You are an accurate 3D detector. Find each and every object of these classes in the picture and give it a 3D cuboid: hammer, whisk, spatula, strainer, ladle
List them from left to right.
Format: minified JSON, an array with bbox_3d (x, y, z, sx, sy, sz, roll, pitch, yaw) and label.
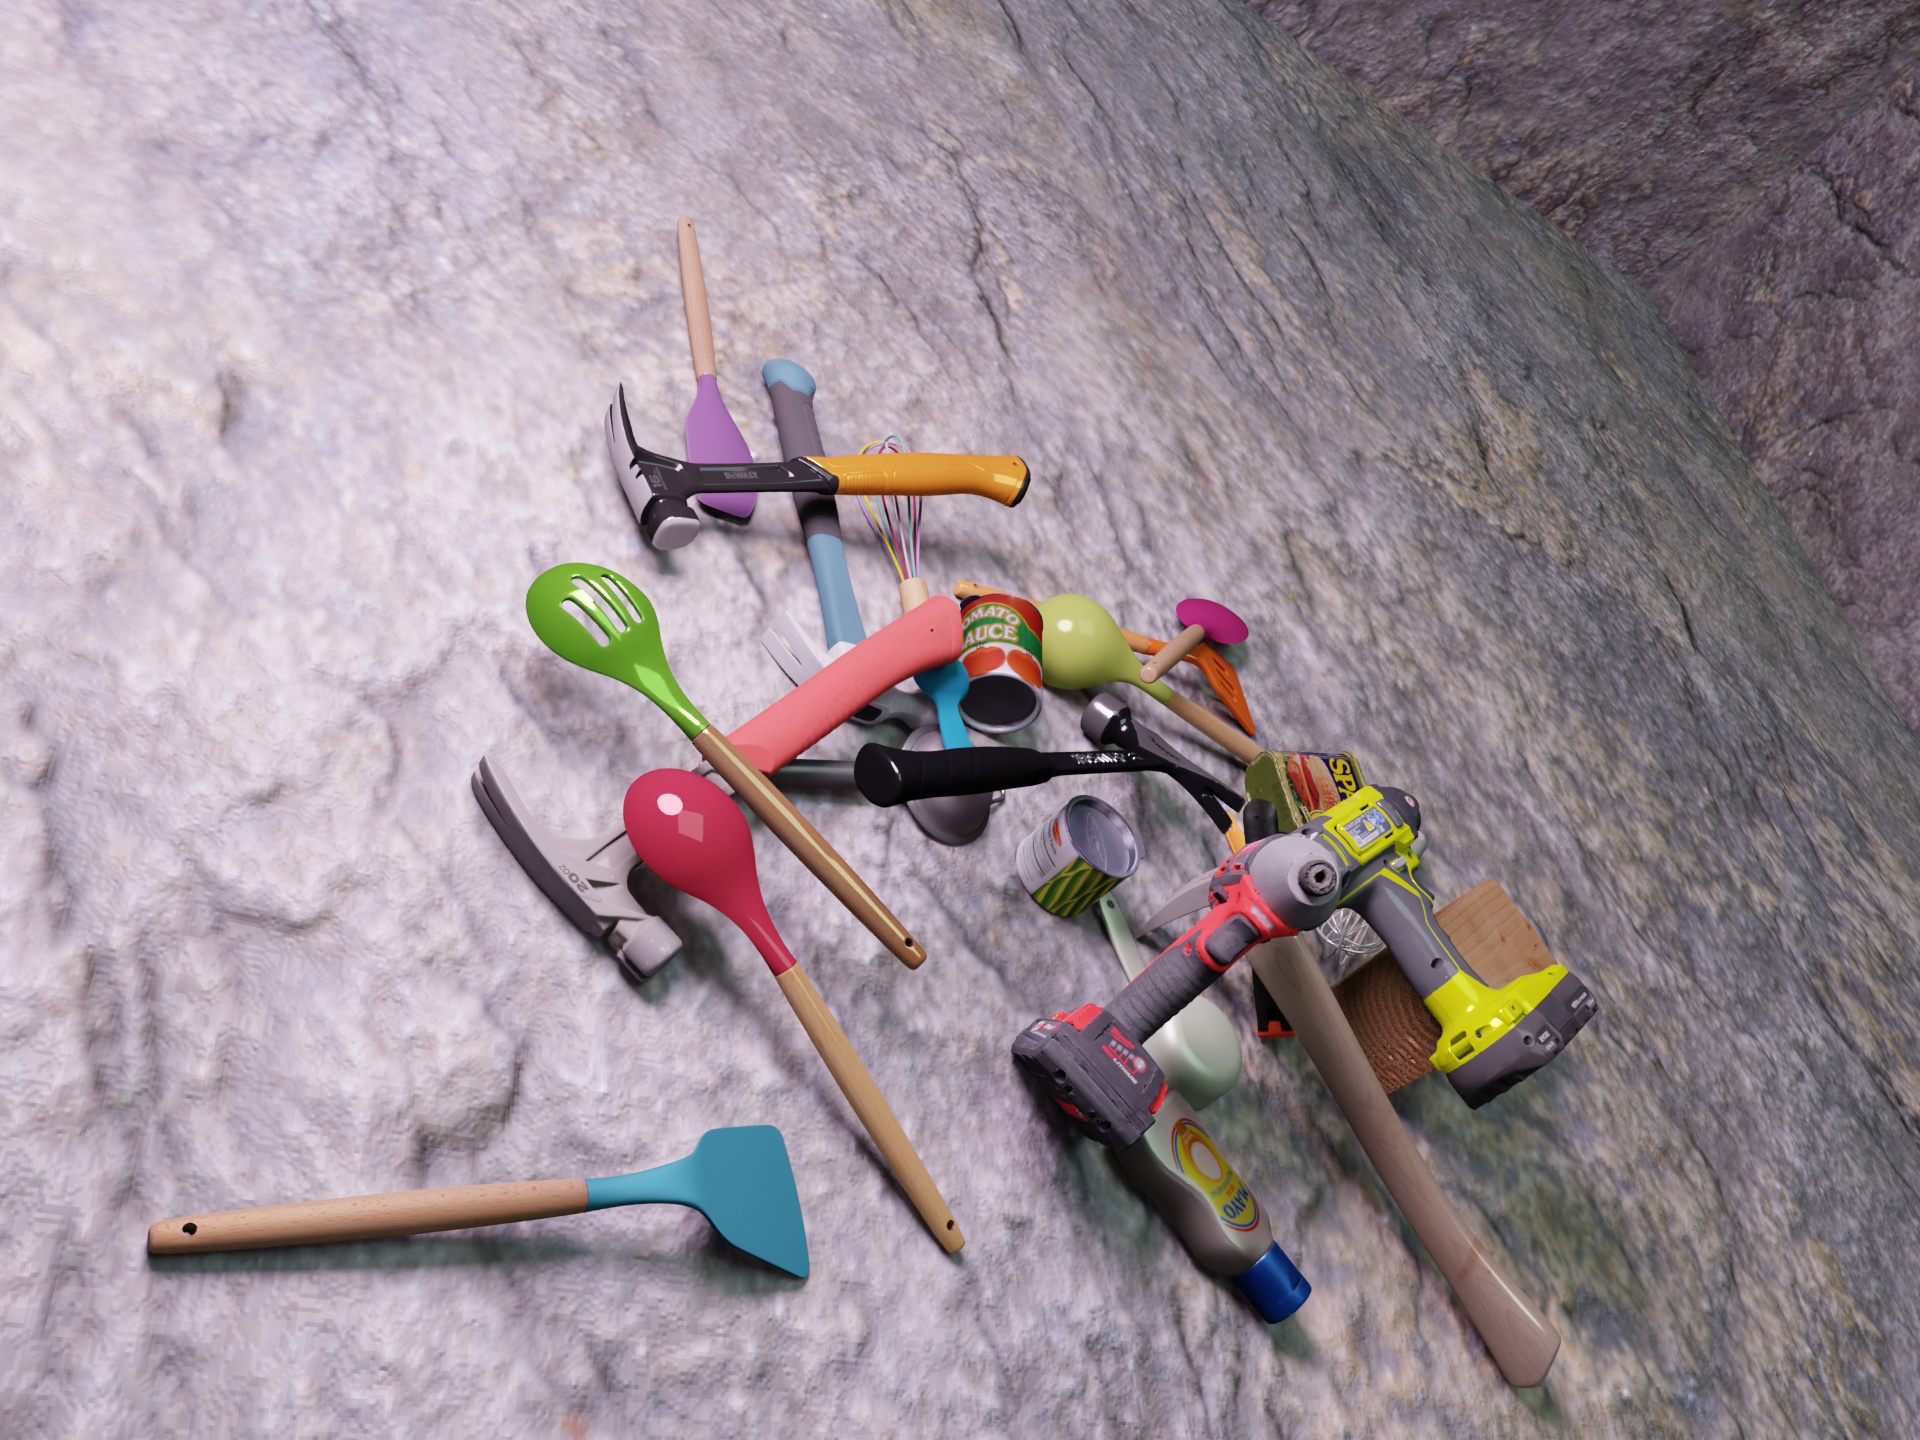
[{"bbox_3d":[-0.204,0.230,0.741,0.317,0.044,0.082,6,53,-34],"label":"spatula"},{"bbox_3d":[-0.194,-0.277,1.213,0.059,0.018,0.316,16,48,-38],"label":"spatula"},{"bbox_3d":[-0.119,0.003,0.974,0.149,0.036,0.359,49,47,2],"label":"hammer"},{"bbox_3d":[-0.084,0.159,0.873,0.069,0.031,0.315,-35,95,-42],"label":"ladle"},{"bbox_3d":[-0.101,-0.140,1.166,0.128,0.033,0.331,13,48,-37],"label":"hammer"},{"bbox_3d":[-0.089,-0.182,1.151,0.336,0.034,0.127,-6,57,-37],"label":"hammer"},{"bbox_3d":[-0.056,0.037,1.044,0.258,0.050,0.087,4,69,-38],"label":"strainer"},{"bbox_3d":[-0.036,-0.120,1.203,0.047,0.051,0.245,17,49,-41],"label":"whisk"},{"bbox_3d":[0.060,0.033,1.049,0.149,0.036,0.408,37,18,26],"label":"hammer"},{"bbox_3d":[0.129,-0.062,1.324,0.322,0.041,0.081,15,45,-29],"label":"spatula"},{"bbox_3d":[0.179,-0.008,1.309,0.319,0.062,0.078,31,70,-30],"label":"ladle"},{"bbox_3d":[0.280,0.281,1.104,0.410,0.146,0.038,59,37,0],"label":"hammer"},{"bbox_3d":[0.352,0.141,1.333,0.058,0.059,0.246,17,24,25],"label":"whisk"}]

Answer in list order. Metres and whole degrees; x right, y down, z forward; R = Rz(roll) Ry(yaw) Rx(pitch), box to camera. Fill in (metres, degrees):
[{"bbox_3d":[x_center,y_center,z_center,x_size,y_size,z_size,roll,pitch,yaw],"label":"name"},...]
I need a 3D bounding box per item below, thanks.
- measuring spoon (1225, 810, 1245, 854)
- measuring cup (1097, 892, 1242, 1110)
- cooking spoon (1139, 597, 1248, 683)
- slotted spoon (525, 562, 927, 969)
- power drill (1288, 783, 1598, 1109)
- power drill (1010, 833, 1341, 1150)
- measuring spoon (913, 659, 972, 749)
[{"bbox_3d":[0.226,0.121,1.261,0.021,0.011,0.117,14,44,-34],"label":"measuring spoon"},{"bbox_3d":[0.140,0.183,1.094,0.083,0.038,0.168,-2,60,-44],"label":"measuring cup"},{"bbox_3d":[0.192,-0.069,1.324,0.069,0.017,0.319,30,21,11],"label":"cooking spoon"},{"bbox_3d":[-0.129,0.025,0.911,0.314,0.031,0.070,47,52,-1],"label":"slotted spoon"},{"bbox_3d":[0.340,0.148,1.140,0.171,0.080,0.223,-21,67,-47],"label":"power drill"},{"bbox_3d":[0.141,0.154,0.965,0.219,0.143,0.078,-42,88,-12],"label":"power drill"},{"bbox_3d":[-0.002,-0.003,1.074,0.042,0.021,0.129,11,40,-26],"label":"measuring spoon"}]
